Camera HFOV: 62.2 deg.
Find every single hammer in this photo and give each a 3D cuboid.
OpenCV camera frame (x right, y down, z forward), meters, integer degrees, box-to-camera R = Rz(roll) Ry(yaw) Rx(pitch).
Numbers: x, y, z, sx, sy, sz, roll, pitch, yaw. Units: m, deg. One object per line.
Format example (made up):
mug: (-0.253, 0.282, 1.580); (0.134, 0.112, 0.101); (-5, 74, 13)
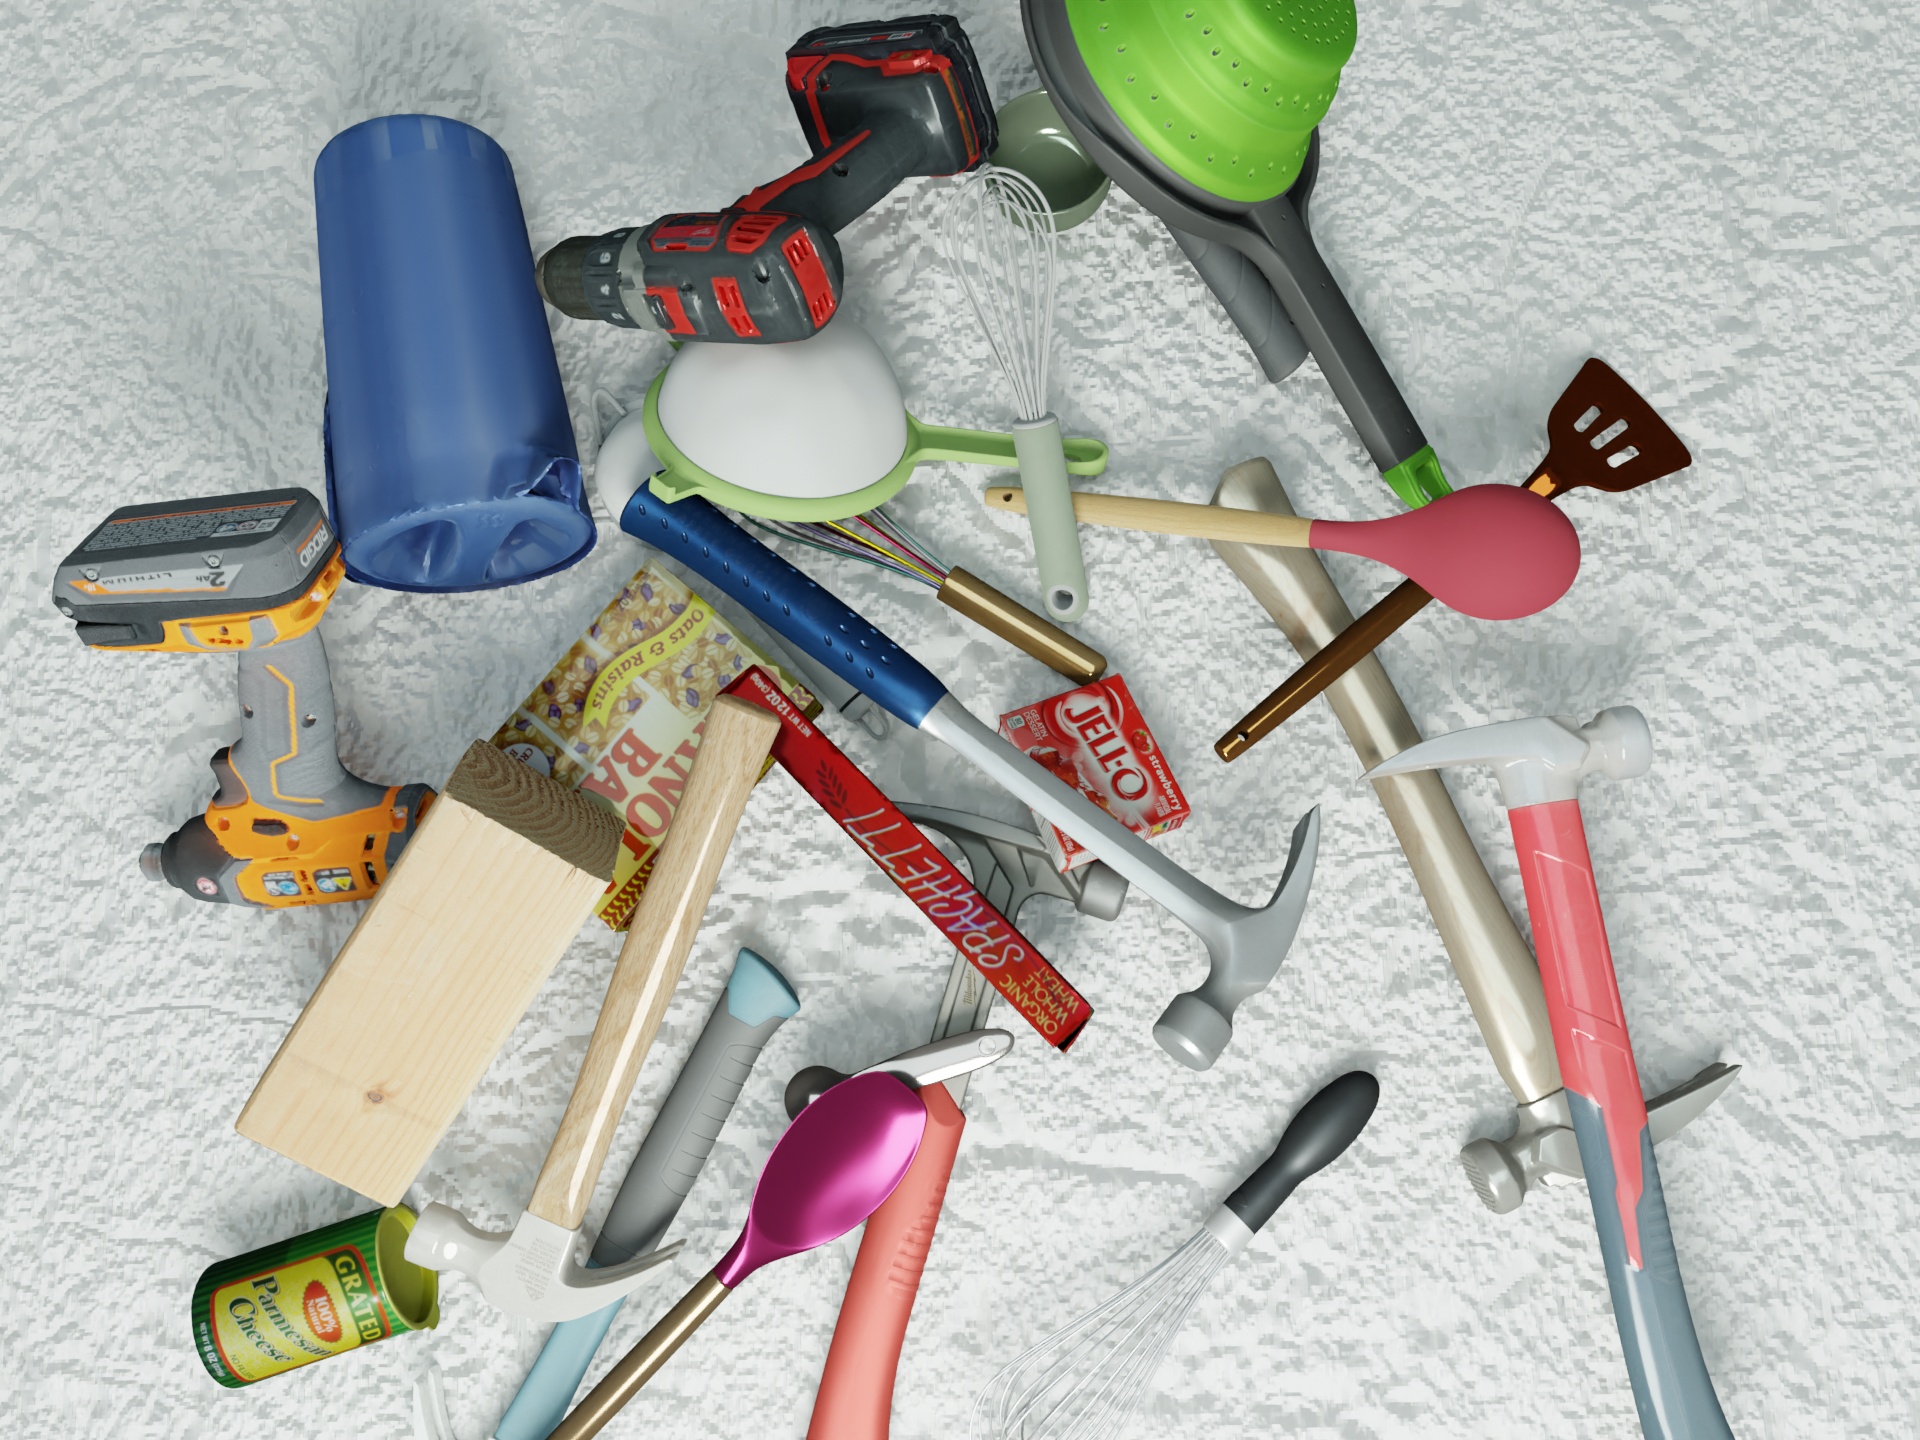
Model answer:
hammer: (-0.162, 0.146, 0.797); (0.130, 0.031, 0.331); (22, 95, 2)
hammer: (0.250, 0.040, 0.845); (0.146, 0.038, 0.411); (-25, 81, -2)
hammer: (-0.001, -0.003, 0.811); (0.405, 0.035, 0.144); (37, 70, 9)
hammer: (-0.029, 0.226, 0.836); (0.149, 0.036, 0.359); (16, 83, 6)
hammer: (-0.175, 0.277, 0.840); (0.128, 0.033, 0.331); (27, 84, 6)
hammer: (0.301, 0.191, 0.780); (0.143, 0.038, 0.386); (-9, 80, 1)
hammer: (0.064, -0.356, 0.854); (0.409, 0.036, 0.149); (53, 49, -8)

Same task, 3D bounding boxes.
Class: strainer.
strainer: (-0.039, -0.173, 0.853); (0.256, 0.069, 0.152); (5, 47, -10)
strainer: (-0.129, -0.085, 0.880); (0.258, 0.050, 0.087); (47, 122, 2)

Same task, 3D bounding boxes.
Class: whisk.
whisk: (0.114, 0.283, 0.809); (0.284, 0.070, 0.070); (-44, 82, -8)
whisk: (-0.028, -0.086, 0.879); (0.245, 0.047, 0.051); (32, 84, 4)
whisk: (0.037, -0.164, 0.831); (0.058, 0.059, 0.246); (-4, 117, 17)

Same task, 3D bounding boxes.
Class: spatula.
spatula: (0.258, -0.080, 0.844); (0.322, 0.041, 0.081); (-39, 81, -7)

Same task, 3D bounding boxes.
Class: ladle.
ladle: (0.160, -0.103, 0.839); (0.315, 0.031, 0.069); (9, 89, 21)

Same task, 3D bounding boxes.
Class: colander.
colander: (0.180, -0.293, 0.833); (0.204, 0.094, 0.397); (-35, 95, -40)

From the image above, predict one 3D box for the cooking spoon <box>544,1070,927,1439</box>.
cooking spoon: (-0.138, 0.299, 0.803); (0.319, 0.017, 0.068); (-46, 110, -1)

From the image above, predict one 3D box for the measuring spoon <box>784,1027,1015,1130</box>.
measuring spoon: (-0.032, 0.181, 0.815); (0.124, 0.018, 0.034); (-18, 80, 0)

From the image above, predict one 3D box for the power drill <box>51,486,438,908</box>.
power drill: (-0.373, 0.003, 0.822); (0.164, 0.084, 0.226); (-6, 122, 3)

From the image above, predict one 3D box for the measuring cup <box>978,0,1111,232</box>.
measuring cup: (0.061, -0.359, 0.916); (0.083, 0.038, 0.168); (13, 80, 5)

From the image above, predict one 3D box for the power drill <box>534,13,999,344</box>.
power drill: (-0.103, -0.279, 0.842); (0.188, 0.080, 0.227); (11, 52, 35)
